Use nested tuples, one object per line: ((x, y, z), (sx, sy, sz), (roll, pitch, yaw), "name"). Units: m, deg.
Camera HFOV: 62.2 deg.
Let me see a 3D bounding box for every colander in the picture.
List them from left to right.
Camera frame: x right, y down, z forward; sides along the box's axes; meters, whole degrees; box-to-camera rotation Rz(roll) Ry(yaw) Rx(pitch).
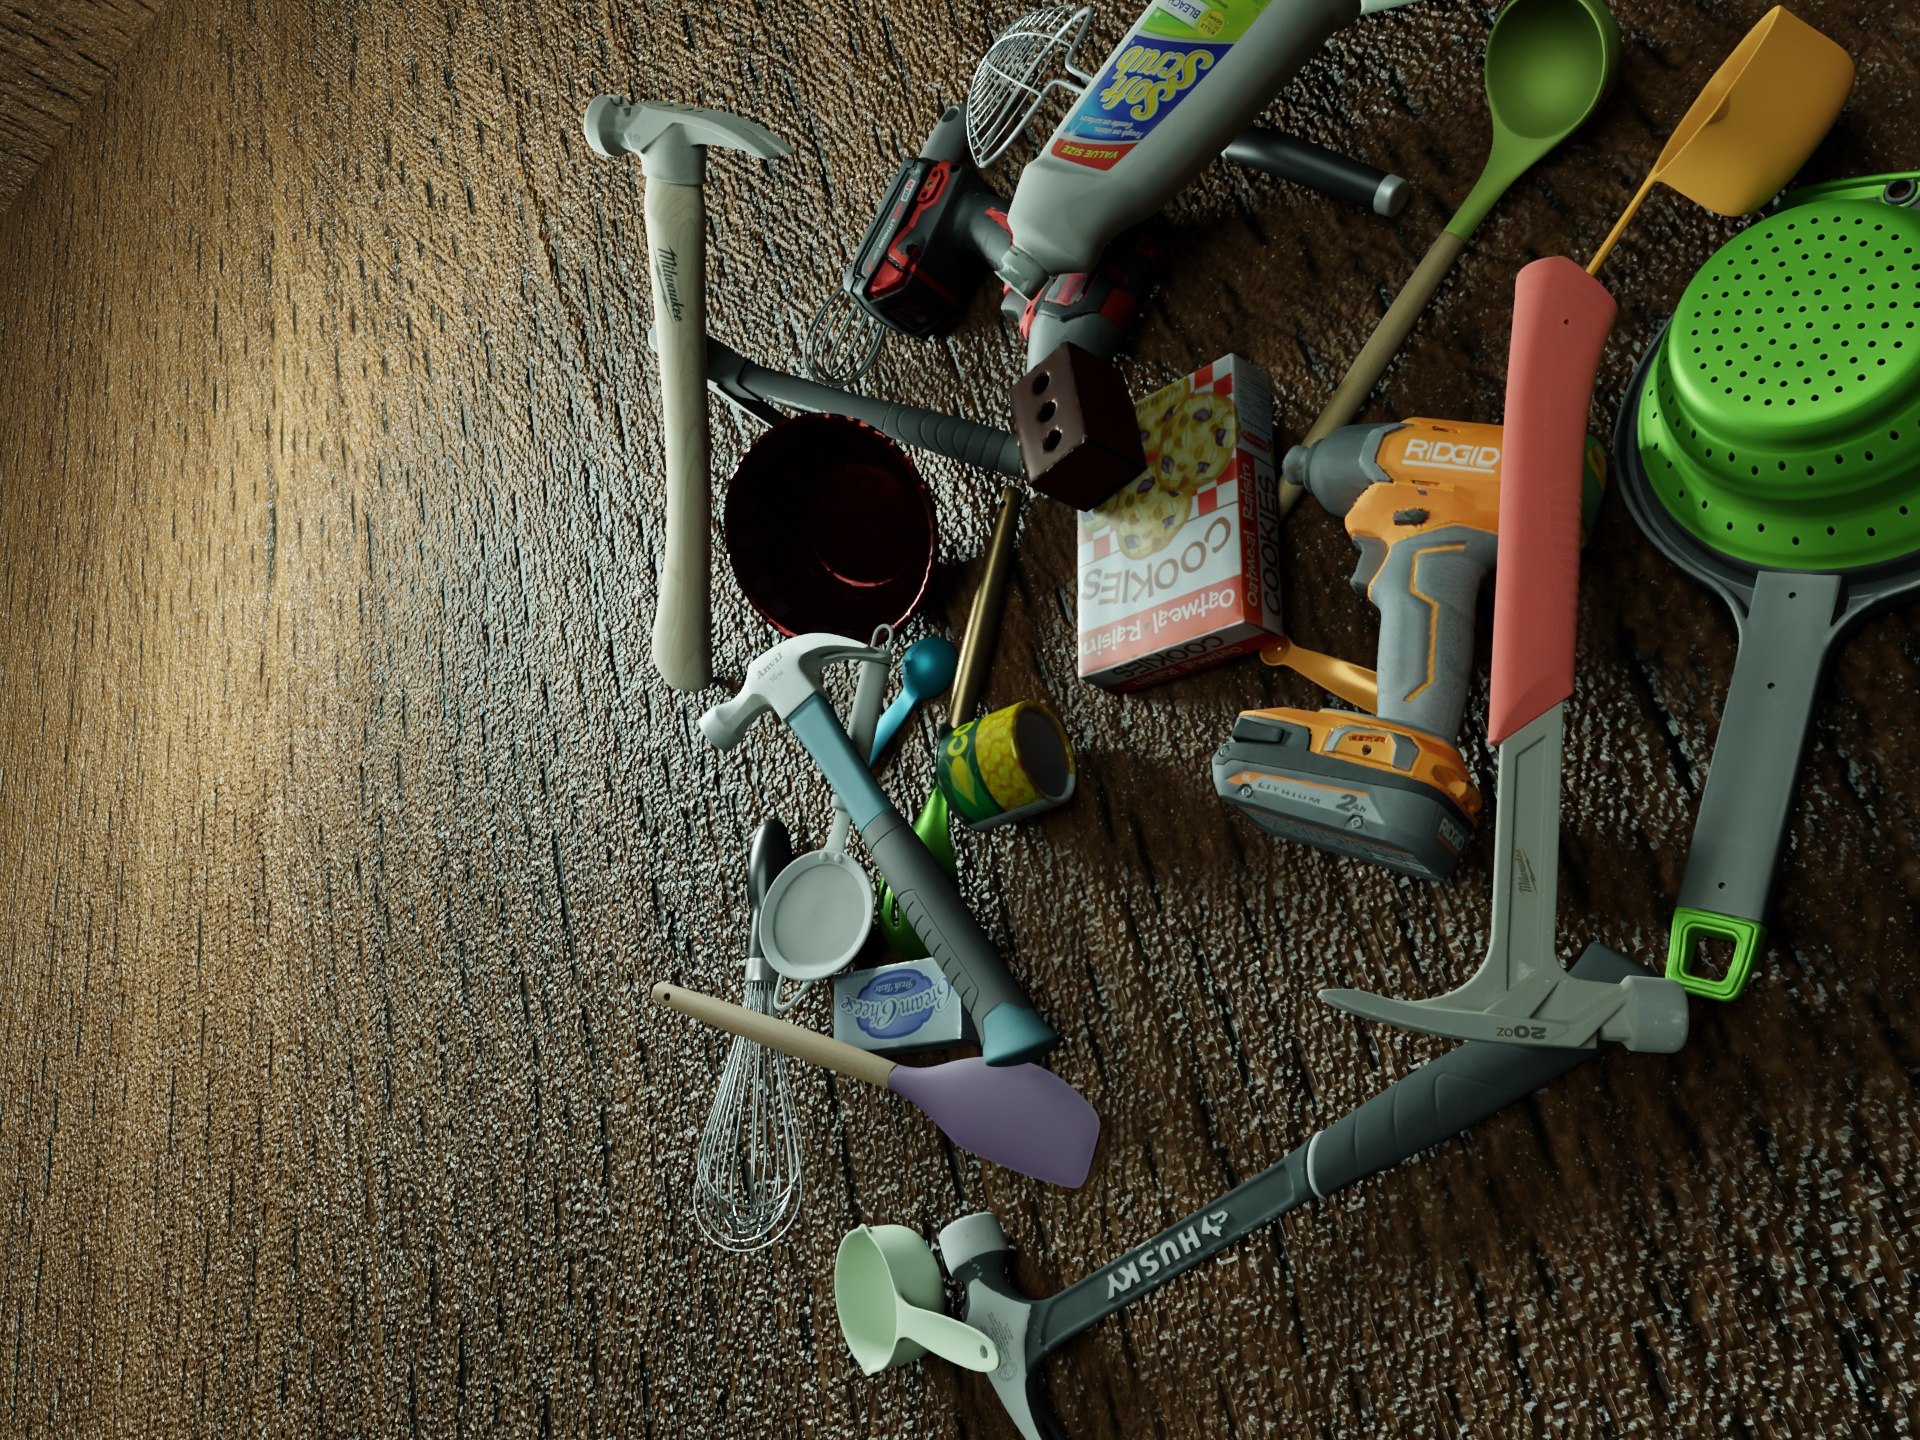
((0.355, -0.080, 0.683), (0.205, 0.094, 0.397), (10, 79, 43), "colander")

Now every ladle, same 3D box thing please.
((0.250, -0.246, 0.872), (0.078, 0.062, 0.320), (42, 105, 41), "ladle")

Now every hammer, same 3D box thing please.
((-0.181, -0.202, 1.088), (0.146, 0.038, 0.410), (20, 123, 25), "hammer")
((-0.055, -0.206, 1.083), (0.335, 0.146, 0.035), (23, 88, 34), "hammer")
((-0.043, 0.074, 0.967), (0.128, 0.033, 0.331), (-42, 58, 11), "hammer")
((0.162, 0.231, 0.776), (0.409, 0.036, 0.149), (-38, 54, 23), "hammer")
((0.247, -0.037, 0.713), (0.149, 0.036, 0.359), (5, 77, 10), "hammer")

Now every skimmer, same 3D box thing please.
((0.140, -0.379, 1.035), (0.364, 0.090, 0.127), (35, 93, 33), "skimmer")

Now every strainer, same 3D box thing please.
((-0.074, 0.062, 1.029), (0.087, 0.050, 0.258), (6, 79, 32), "strainer")

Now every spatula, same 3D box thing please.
((-0.060, 0.203, 0.949), (0.316, 0.018, 0.060), (12, 85, 29), "spatula")

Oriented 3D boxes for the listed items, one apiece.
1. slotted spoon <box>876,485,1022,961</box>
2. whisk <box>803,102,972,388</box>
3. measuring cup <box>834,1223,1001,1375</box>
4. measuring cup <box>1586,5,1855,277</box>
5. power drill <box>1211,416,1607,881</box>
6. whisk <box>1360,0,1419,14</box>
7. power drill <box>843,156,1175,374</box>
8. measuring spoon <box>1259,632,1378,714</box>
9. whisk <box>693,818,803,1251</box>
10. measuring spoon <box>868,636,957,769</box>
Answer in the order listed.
((-0.002, -0.003, 1.013), (0.070, 0.031, 0.314), (2, 74, 44), "slotted spoon")
((-0.050, -0.352, 1.179), (0.055, 0.055, 0.239), (24, 85, 43), "whisk")
((-0.014, 0.320, 0.859), (0.167, 0.038, 0.083), (-8, 83, 57), "measuring cup")
((0.362, -0.255, 0.779), (0.052, 0.095, 0.173), (32, 126, 4), "measuring cup")
((0.211, -0.048, 0.804), (0.164, 0.084, 0.226), (16, 79, 38), "power drill")
((0.318, -0.434, 0.897), (0.246, 0.057, 0.059), (8, 45, 45), "whisk")
((0.029, -0.294, 1.067), (0.220, 0.078, 0.143), (29, 94, 40), "power drill")
((0.209, -0.020, 0.851), (0.117, 0.011, 0.021), (29, 91, 40), "measuring spoon")
((-0.131, 0.195, 1.029), (0.070, 0.070, 0.285), (-20, 57, 34), "whisk")
((-0.050, -0.004, 1.055), (0.128, 0.021, 0.042), (-52, 48, 11), "measuring spoon")
